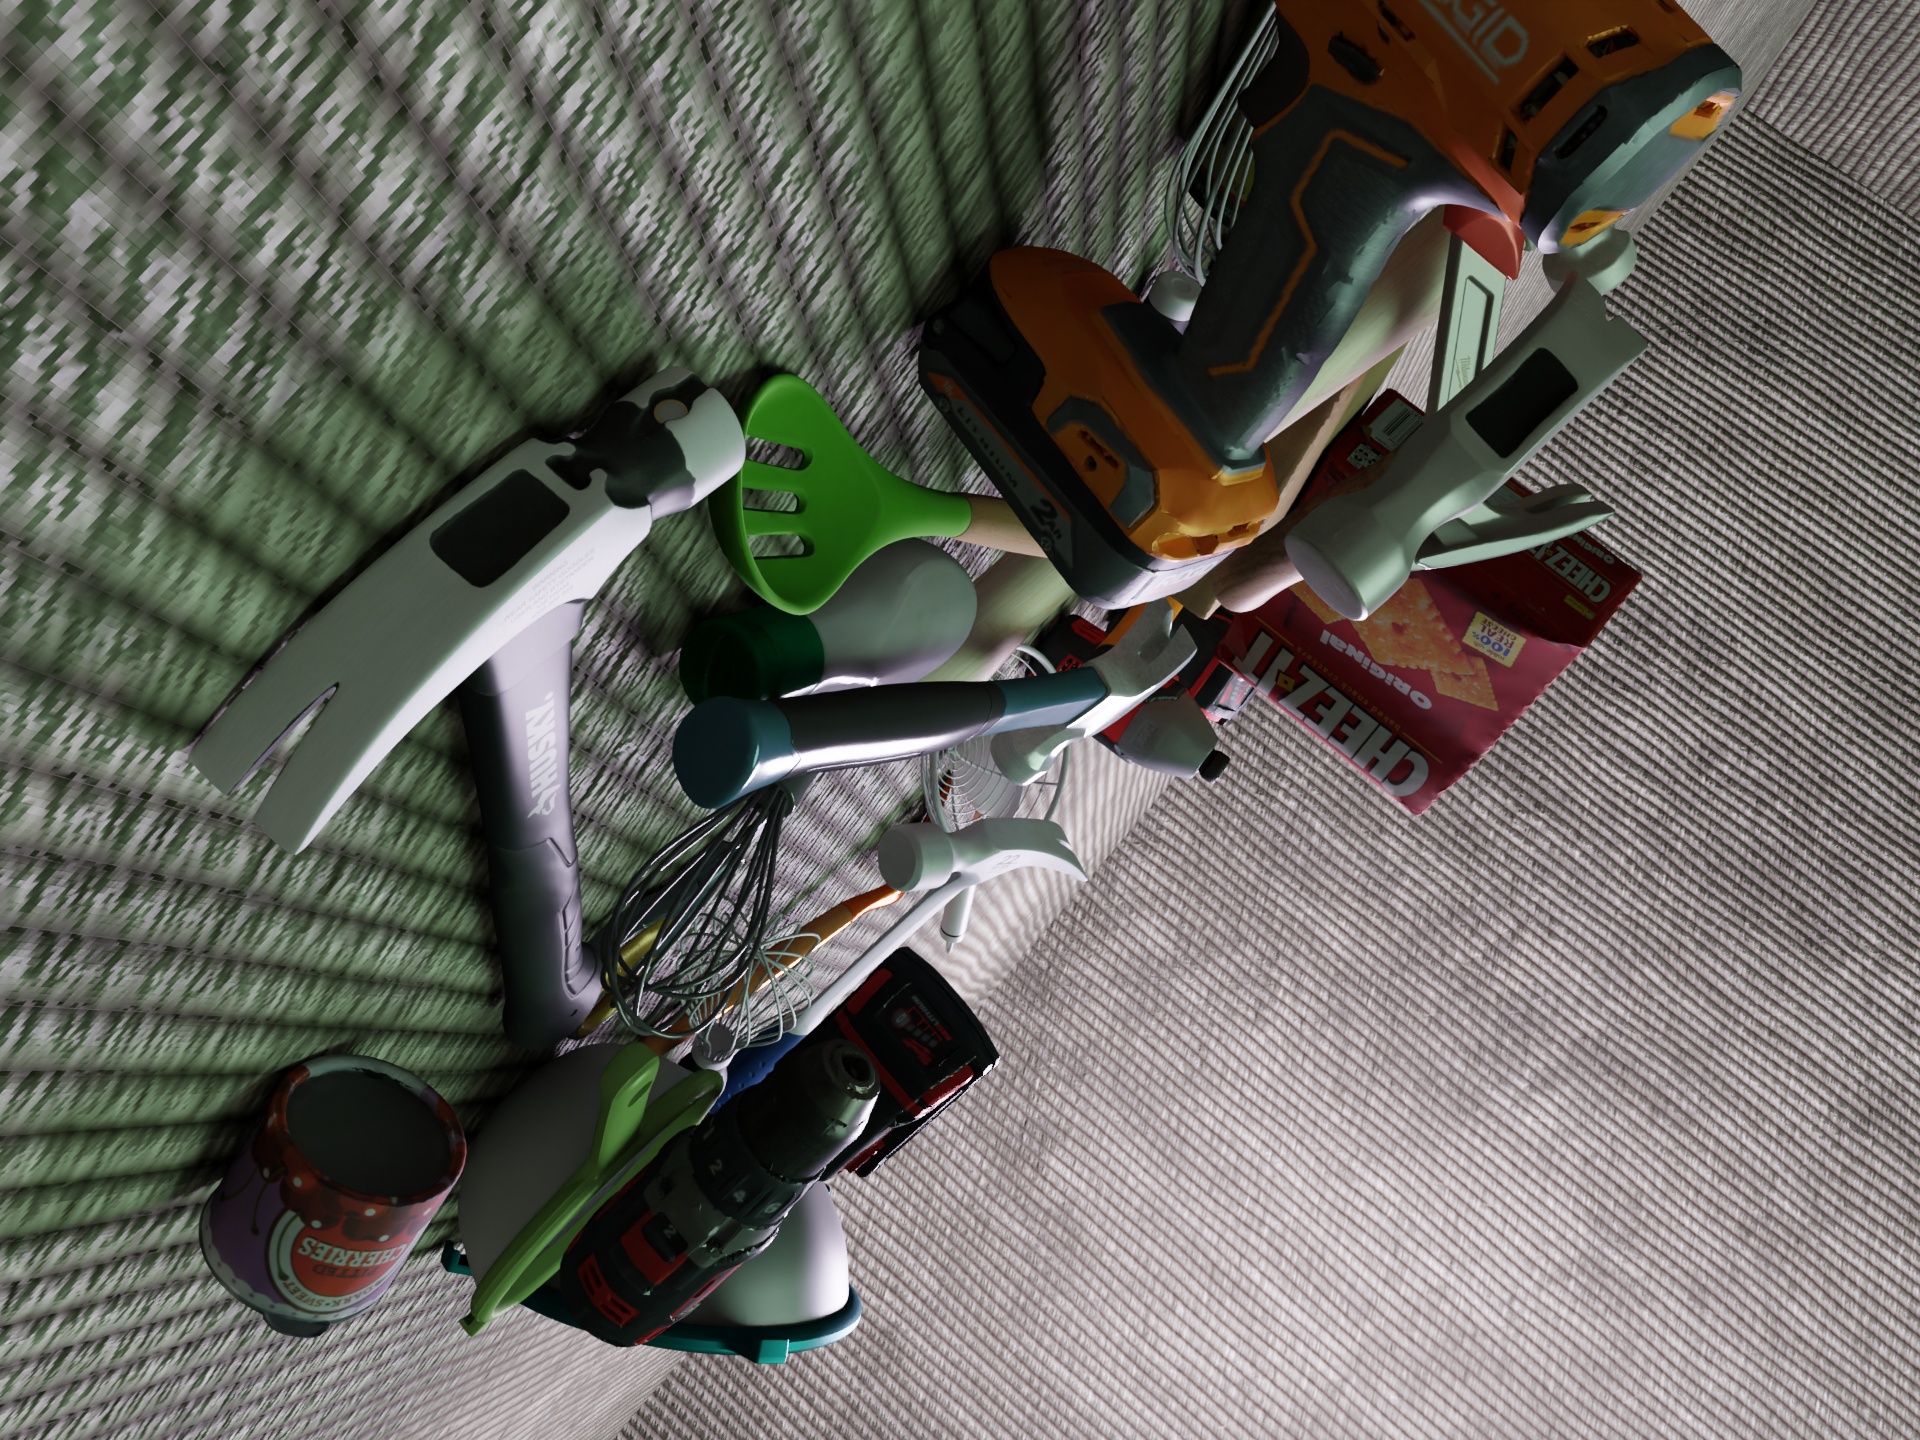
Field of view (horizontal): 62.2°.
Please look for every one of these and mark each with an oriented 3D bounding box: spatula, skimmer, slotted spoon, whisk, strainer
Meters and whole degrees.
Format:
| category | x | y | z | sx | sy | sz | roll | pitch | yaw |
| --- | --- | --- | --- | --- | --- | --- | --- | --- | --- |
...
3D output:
| category | x | y | z | sx | sy | sz | roll | pitch | yaw |
| --- | --- | --- | --- | --- | --- | --- | --- | --- | --- |
| spatula | -0.094 | 0.125 | 0.986 | 0.322 | 0.041 | 0.081 | -31 | 157 | -48 |
| skimmer | 0.062 | -0.060 | 0.810 | 0.127 | 0.090 | 0.363 | -39 | 164 | -40 |
| slotted spoon | 0.011 | -0.069 | 0.566 | 0.313 | 0.031 | 0.070 | -2 | 93 | -58 |
| whisk | -0.121 | 0.159 | 0.810 | 0.070 | 0.070 | 0.284 | -44 | 172 | -29 |
| strainer | 0.008 | 0.075 | 1.066 | 0.050 | 0.087 | 0.258 | -1 | 134 | -13 |
| strainer | -0.135 | 0.277 | 0.948 | 0.340 | 0.211 | 0.095 | 22 | 78 | -75 |
| whisk | 0.115 | -0.241 | 0.492 | 0.058 | 0.059 | 0.246 | -24 | 145 | -33 |
| whisk | -0.071 | 0.030 | 0.611 | 0.055 | 0.055 | 0.239 | -61 | 180 | 42 |
| strainer | -0.173 | 0.175 | 0.700 | 0.151 | 0.069 | 0.256 | -42 | 169 | -32 |

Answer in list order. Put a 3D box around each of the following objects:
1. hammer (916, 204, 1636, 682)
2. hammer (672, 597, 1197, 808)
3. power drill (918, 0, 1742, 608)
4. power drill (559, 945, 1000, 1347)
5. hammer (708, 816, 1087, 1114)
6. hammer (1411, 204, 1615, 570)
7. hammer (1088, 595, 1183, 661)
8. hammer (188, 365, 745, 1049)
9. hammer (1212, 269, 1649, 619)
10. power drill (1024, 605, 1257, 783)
| category | x | y | z | sx | sy | sz | roll | pitch | yaw |
| --- | --- | --- | --- | --- | --- | --- | --- | --- | --- |
| hammer | 0.100 | -0.126 | 0.692 | 0.410 | 0.038 | 0.146 | -38 | 129 | 8 |
| hammer | -0.001 | -0.002 | 0.624 | 0.128 | 0.033 | 0.331 | -37 | 167 | 25 |
| power drill | 0.086 | -0.158 | 0.477 | 0.084 | 0.164 | 0.226 | -21 | 161 | -49 |
| power drill | -0.067 | 0.184 | 0.745 | 0.188 | 0.080 | 0.226 | -46 | 170 | 26 |
| hammer | -0.084 | 0.174 | 0.940 | 0.144 | 0.035 | 0.405 | -1 | 146 | -44 |
| hammer | 0.218 | -0.221 | 0.624 | 0.149 | 0.037 | 0.358 | -12 | 128 | -12 |
| hammer | 0.171 | -0.139 | 0.991 | 0.337 | 0.034 | 0.127 | -53 | 175 | -35 |
| hammer | -0.139 | 0.040 | 0.500 | 0.146 | 0.035 | 0.334 | -45 | 168 | -29 |
| hammer | 0.138 | -0.074 | 0.565 | 0.130 | 0.031 | 0.331 | -41 | 180 | -3 |
| power drill | 0.142 | -0.029 | 1.095 | 0.078 | 0.143 | 0.219 | -59 | 168 | 26 |
